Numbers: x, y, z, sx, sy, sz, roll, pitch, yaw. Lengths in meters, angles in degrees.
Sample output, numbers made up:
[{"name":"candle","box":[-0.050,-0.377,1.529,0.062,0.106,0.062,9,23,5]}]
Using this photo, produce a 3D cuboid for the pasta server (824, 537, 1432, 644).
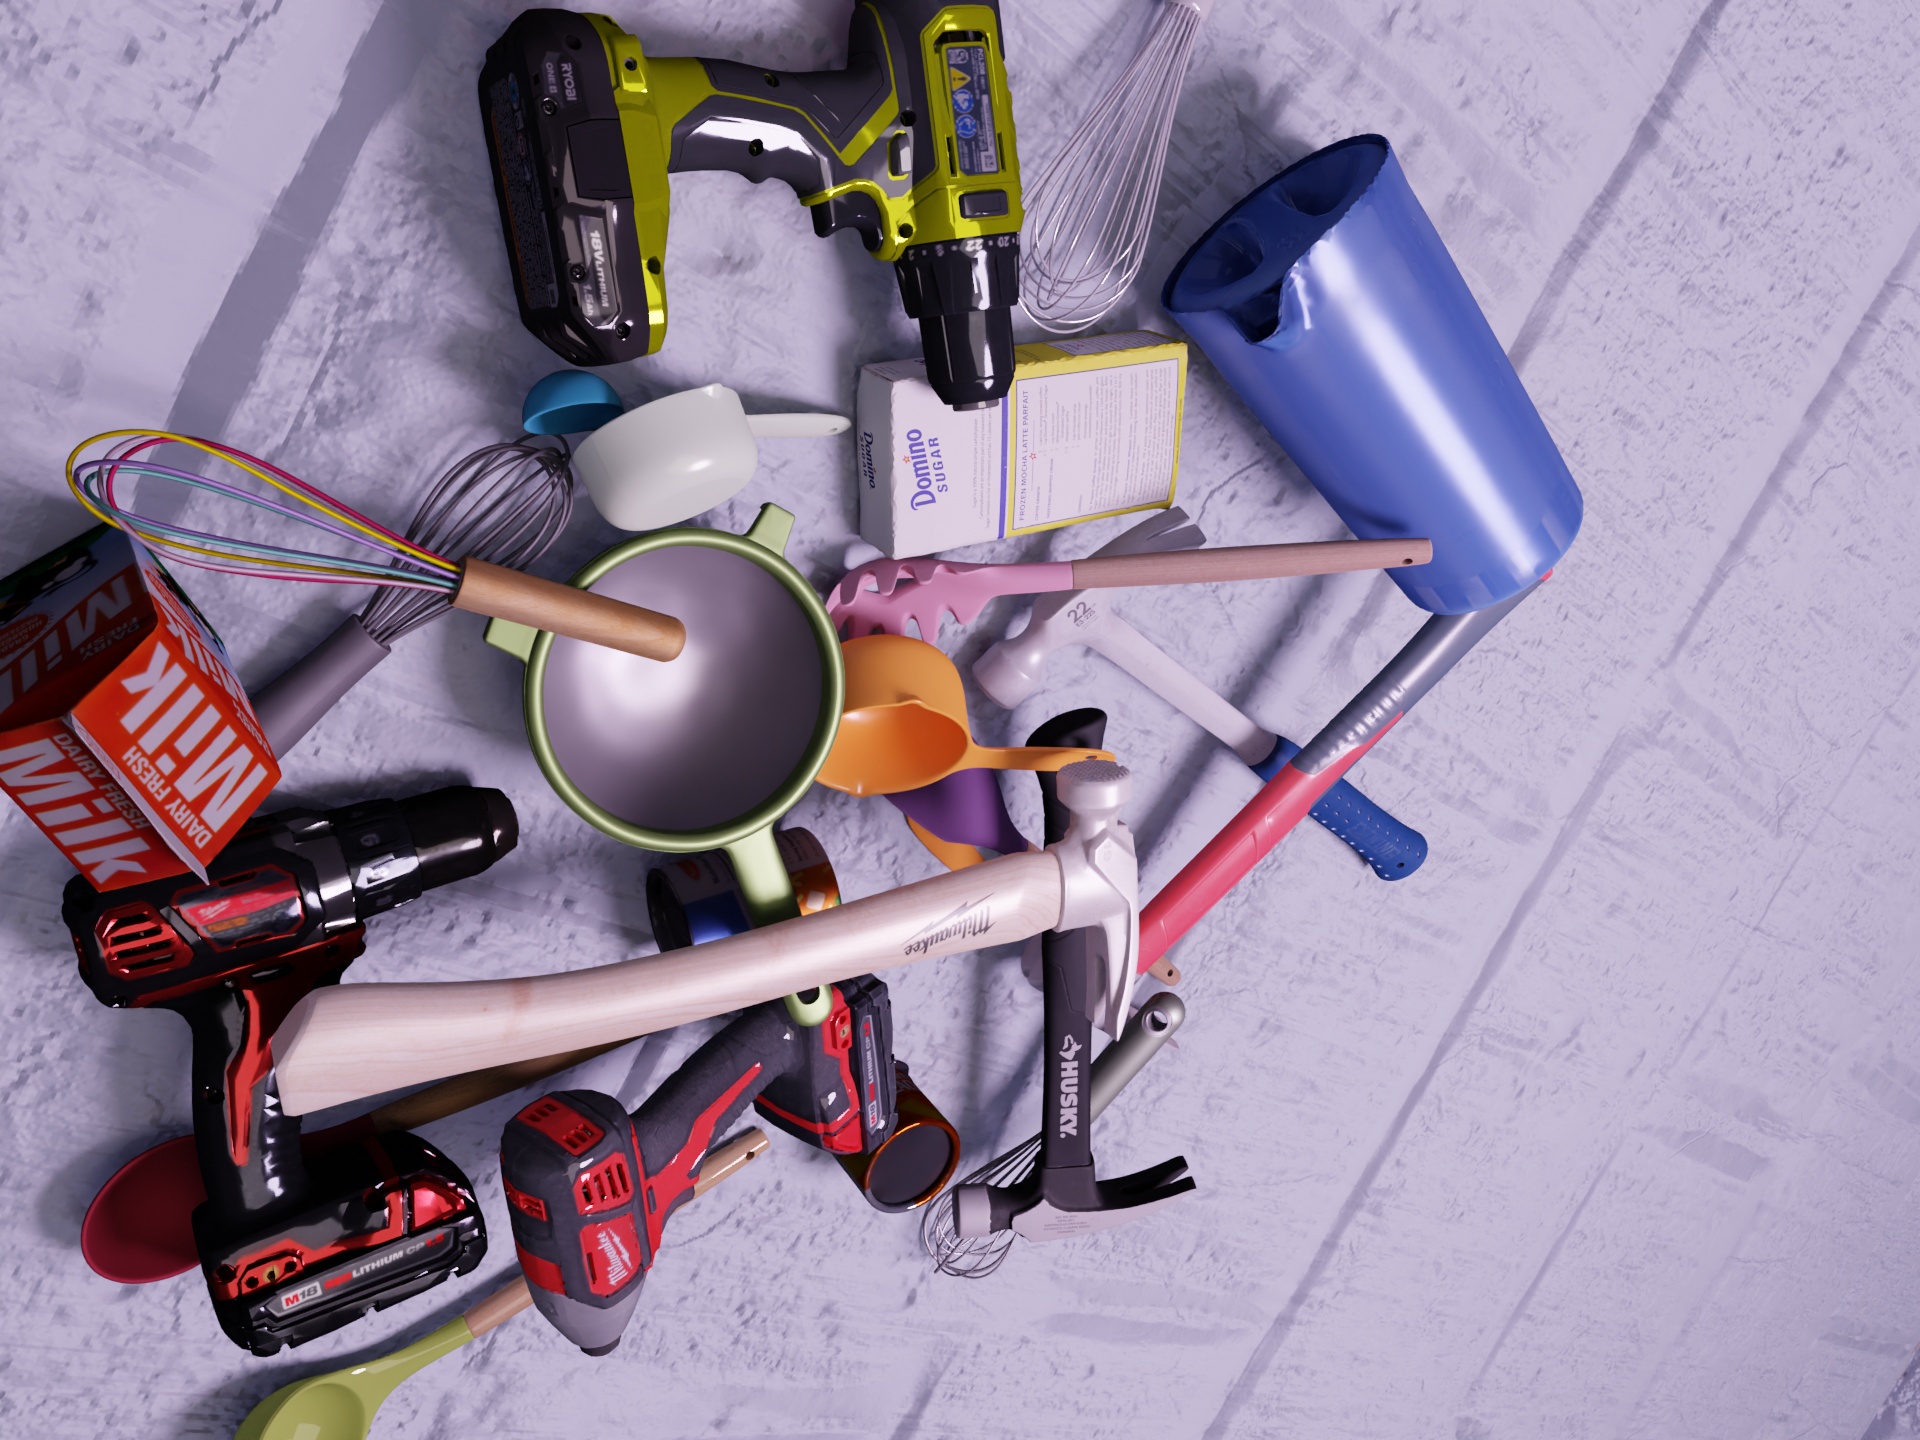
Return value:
[{"name":"pasta server","box":[0.085,-0.070,0.815,0.316,0.040,0.060,-4,149,-1]}]

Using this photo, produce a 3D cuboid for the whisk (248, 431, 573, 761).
[{"name":"whisk","box":[-0.257,-0.039,0.687,0.239,0.055,0.055,-43,128,-3]}]

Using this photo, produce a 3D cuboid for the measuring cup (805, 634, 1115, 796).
[{"name":"measuring cup","box":[-0.001,-0.003,0.830,0.173,0.052,0.095,4,147,-21]}]

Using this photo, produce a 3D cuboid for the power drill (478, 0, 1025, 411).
[{"name":"power drill","box":[-0.073,-0.219,0.684,0.228,0.080,0.190,-15,107,-28]}]

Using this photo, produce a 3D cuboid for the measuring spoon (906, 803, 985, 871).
[{"name":"measuring spoon","box":[0.004,0.083,0.929,0.021,0.011,0.116,-47,128,-6]}]

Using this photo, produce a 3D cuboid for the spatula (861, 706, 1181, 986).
[{"name":"spatula","box":[0.050,0.087,0.957,0.315,0.018,0.060,42,74,-38]}]

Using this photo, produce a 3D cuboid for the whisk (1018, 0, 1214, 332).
[{"name":"whisk","box":[0.100,-0.323,0.779,0.070,0.070,0.284,23,93,-38]}]

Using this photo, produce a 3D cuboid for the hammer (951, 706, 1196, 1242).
[{"name":"hammer","box":[0.068,0.153,0.922,0.146,0.035,0.334,-2,109,-6]}]

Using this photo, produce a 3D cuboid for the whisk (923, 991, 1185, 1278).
[{"name":"whisk","box":[0.059,0.262,1.001,0.246,0.058,0.059,-51,168,14]}]

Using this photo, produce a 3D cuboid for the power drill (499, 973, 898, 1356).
[{"name":"power drill","box":[-0.132,0.218,0.816,0.219,0.079,0.143,-30,128,-44]}]

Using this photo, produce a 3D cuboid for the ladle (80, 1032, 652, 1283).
[{"name":"ladle","box":[-0.268,0.193,0.796,0.315,0.031,0.069,-18,116,-27]}]

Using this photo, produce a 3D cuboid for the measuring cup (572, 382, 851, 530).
[{"name":"measuring cup","box":[-0.098,-0.117,0.719,0.167,0.083,0.038,-17,83,-53]}]

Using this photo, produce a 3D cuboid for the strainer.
[{"name":"strainer","box":[-0.120,0.030,0.769,0.151,0.069,0.256,-26,110,-20]}]

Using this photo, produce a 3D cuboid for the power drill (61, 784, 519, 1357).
[{"name":"power drill","box":[-0.277,0.145,0.722,0.188,0.080,0.226,-17,106,-30]}]

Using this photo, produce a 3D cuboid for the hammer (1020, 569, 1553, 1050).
[{"name":"hammer","box":[0.212,0.048,0.966,0.386,0.038,0.143,-47,130,10]}]

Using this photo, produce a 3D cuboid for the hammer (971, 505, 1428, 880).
[{"name":"hammer","box":[0.185,0.010,0.981,0.144,0.035,0.405,-44,133,16]}]

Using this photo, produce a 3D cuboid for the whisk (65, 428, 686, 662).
[{"name":"whisk","box":[-0.222,-0.064,0.637,0.244,0.051,0.047,16,102,-32]}]

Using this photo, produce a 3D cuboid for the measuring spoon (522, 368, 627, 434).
[{"name":"measuring spoon","box":[-0.142,-0.139,0.702,0.128,0.042,0.021,-10,86,-60]}]

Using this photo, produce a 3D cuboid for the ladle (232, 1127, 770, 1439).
[{"name":"ladle","box":[-0.237,0.319,0.857,0.320,0.062,0.078,-29,125,-22]}]

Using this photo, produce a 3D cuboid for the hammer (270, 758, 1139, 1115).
[{"name":"hammer","box":[-0.097,0.124,0.741,0.410,0.038,0.146,-10,108,-24]}]
